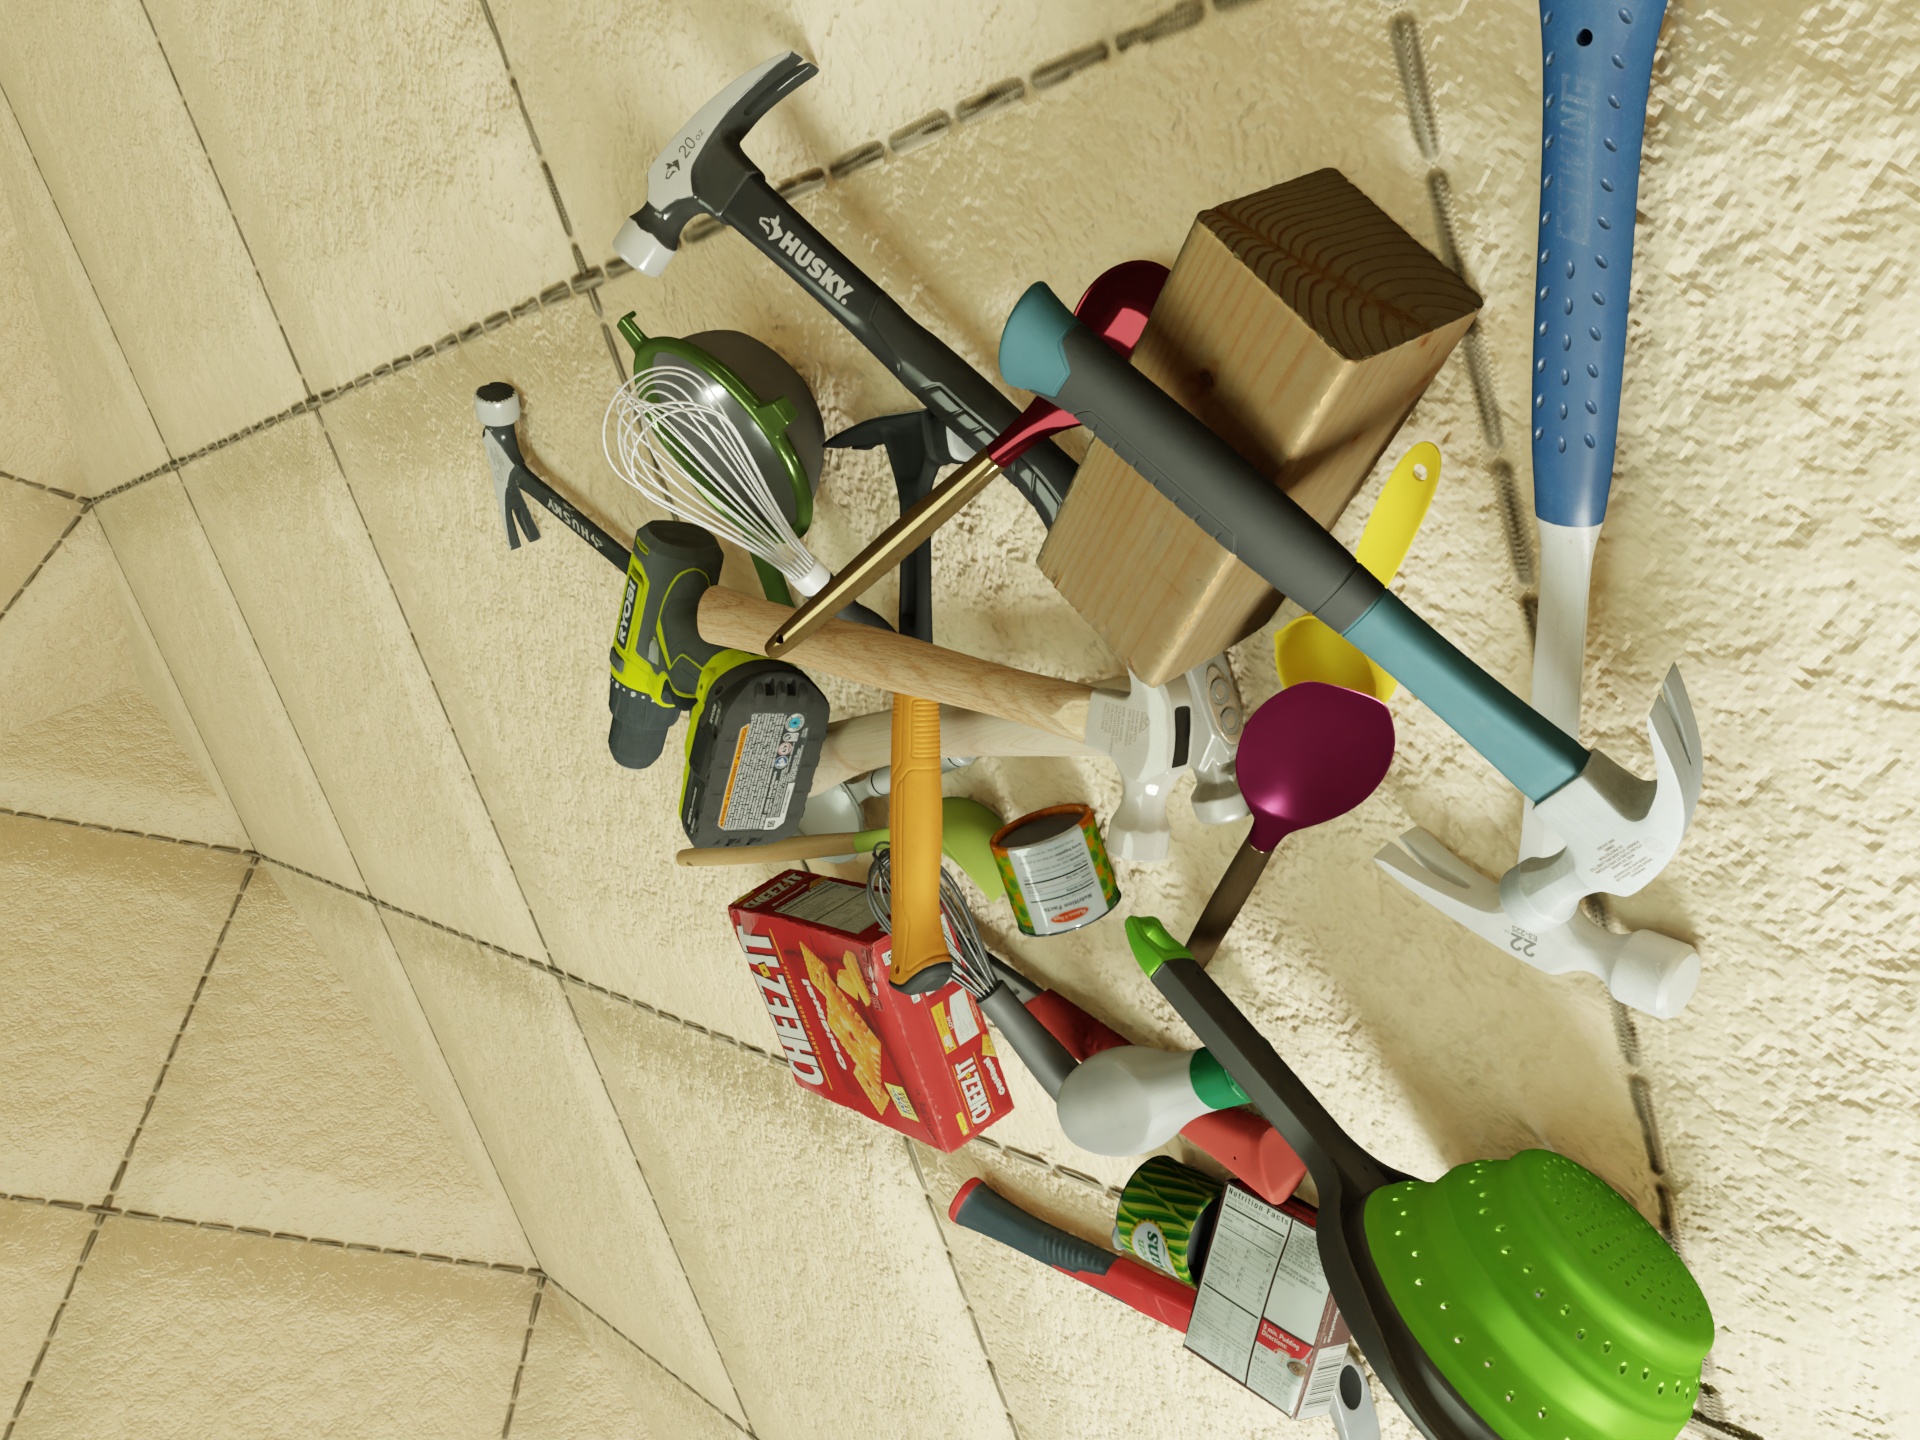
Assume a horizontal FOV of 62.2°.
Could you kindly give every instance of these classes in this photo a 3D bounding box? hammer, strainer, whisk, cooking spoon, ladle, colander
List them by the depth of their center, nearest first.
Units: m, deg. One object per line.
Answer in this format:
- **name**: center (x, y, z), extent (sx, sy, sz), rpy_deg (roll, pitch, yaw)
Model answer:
- **hammer**: center (0.146, -0.051, 0.621), extent (0.331, 0.033, 0.128), rpy_deg (40, 143, 2)
- **hammer**: center (0.233, -0.071, 0.627), extent (0.144, 0.035, 0.405), rpy_deg (23, 131, 43)
- **colander**: center (0.227, 0.214, 0.775), extent (0.094, 0.204, 0.397), rpy_deg (-53, 56, 20)
- **ladle**: center (0.001, -0.118, 0.813), extent (0.315, 0.031, 0.069), rpy_deg (-37, 74, 32)
- **cooking spoon**: center (0.150, 0.074, 0.831), extent (0.069, 0.017, 0.318), rpy_deg (17, 145, 3)
- **hammer**: center (-0.033, -0.209, 0.846), extent (0.335, 0.035, 0.146), rpy_deg (44, 108, 11)
- **hammer**: center (-0.021, -0.030, 0.865), extent (0.331, 0.031, 0.130), rpy_deg (16, 105, 35)
- **hammer**: center (-0.031, -0.009, 0.927), extent (0.127, 0.034, 0.337), rpy_deg (4, 96, 53)
- **whisk**: center (-0.108, -0.106, 0.945), extent (0.070, 0.070, 0.284), rpy_deg (23, 165, 43)
- **hammer**: center (-0.002, -0.003, 0.962), extent (0.411, 0.038, 0.146), rpy_deg (-7, 107, 50)
- **whisk**: center (0.021, 0.170, 0.998), extent (0.239, 0.055, 0.055), rpy_deg (51, 148, -6)
- **strainer**: center (-0.122, -0.158, 1.033), extent (0.152, 0.069, 0.256), rpy_deg (33, 155, 28)
- **hammer**: center (0.074, 0.211, 1.052), extent (0.359, 0.037, 0.149), rpy_deg (29, 136, 40)
- **strainer**: center (-0.058, 0.045, 1.105), extent (0.258, 0.050, 0.087), rpy_deg (-22, 101, 51)
- **ladle**: center (-0.094, 0.096, 1.106), extent (0.320, 0.062, 0.078), rpy_deg (-8, 132, 39)
- **hammer**: center (0.126, 0.413, 1.130), extent (0.386, 0.038, 0.143), rpy_deg (5, 119, 52)
- **hammer**: center (-0.262, -0.118, 1.264), extent (0.409, 0.036, 0.149), rpy_deg (38, 142, 30)

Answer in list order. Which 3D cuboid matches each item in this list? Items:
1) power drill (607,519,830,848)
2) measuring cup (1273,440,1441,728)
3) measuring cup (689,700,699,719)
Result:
- **power drill**: center (-0.184, -0.010, 1.105), extent (0.229, 0.080, 0.190), rpy_deg (46, 127, 46)
- **measuring cup**: center (0.186, -0.062, 0.707), extent (0.062, 0.029, 0.156), rpy_deg (42, 140, 26)
- **measuring cup**: center (-0.173, 0.043, 1.257), extent (0.083, 0.038, 0.167), rpy_deg (16, 124, 47)
